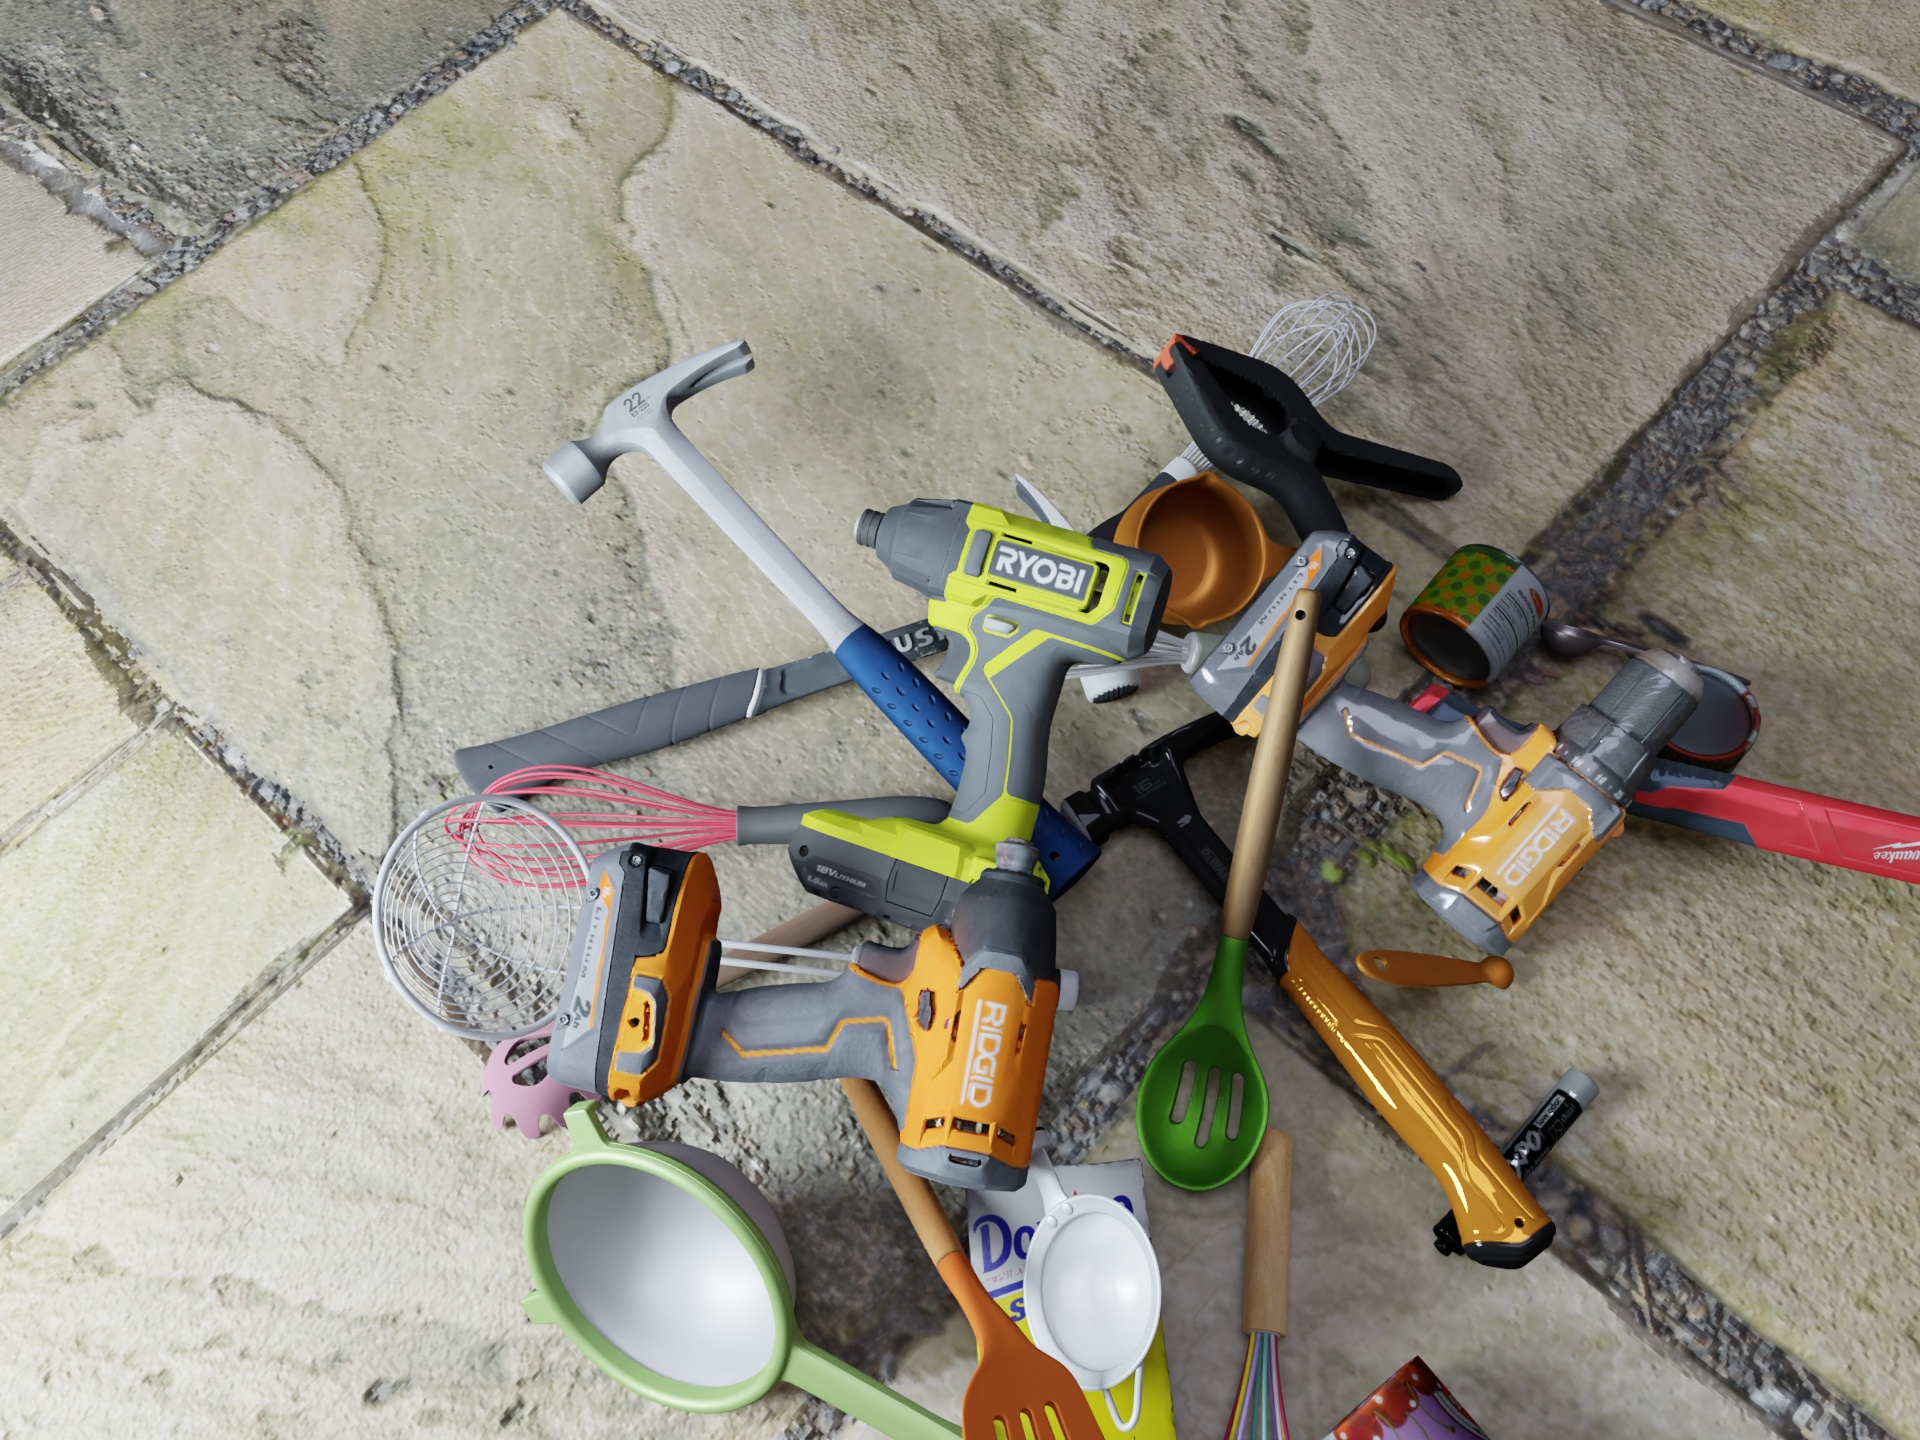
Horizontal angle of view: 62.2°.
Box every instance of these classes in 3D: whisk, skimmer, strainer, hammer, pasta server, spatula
[{"bbox_3d":[0.142,0.317,0.764,0.047,0.051,0.245,2,59,12],"label":"whisk"},{"bbox_3d":[-0.147,0.061,0.915,0.296,0.073,0.073,-1,61,-3],"label":"whisk"},{"bbox_3d":[-0.113,0.117,0.833,0.363,0.090,0.127,7,68,-4],"label":"skimmer"},{"bbox_3d":[0.040,0.214,0.776,0.087,0.050,0.259,-46,54,28],"label":"strainer"},{"bbox_3d":[0.423,0.064,0.865,0.386,0.038,0.143,14,101,20],"label":"hammer"},{"bbox_3d":[0.164,-0.177,1.024,0.070,0.070,0.284,40,76,22],"label":"whisk"},{"bbox_3d":[-0.088,0.280,0.771,0.256,0.151,0.069,25,29,12],"label":"strainer"},{"bbox_3d":[-0.122,0.138,0.893,0.316,0.040,0.060,-26,63,-14],"label":"pasta server"},{"bbox_3d":[-0.017,0.250,0.773,0.081,0.041,0.323,-3,35,-28],"label":"spatula"},{"bbox_3d":[0.126,-0.040,0.926,0.246,0.059,0.058,7,18,-13],"label":"whisk"},{"bbox_3d":[0.196,0.136,0.849,0.127,0.034,0.337,-30,60,-11],"label":"hammer"},{"bbox_3d":[-0.067,-0.059,0.931,0.144,0.035,0.406,-42,76,-7],"label":"hammer"},{"bbox_3d":[-0.106,-0.028,0.962,0.409,0.036,0.149,-17,78,-2],"label":"hammer"}]

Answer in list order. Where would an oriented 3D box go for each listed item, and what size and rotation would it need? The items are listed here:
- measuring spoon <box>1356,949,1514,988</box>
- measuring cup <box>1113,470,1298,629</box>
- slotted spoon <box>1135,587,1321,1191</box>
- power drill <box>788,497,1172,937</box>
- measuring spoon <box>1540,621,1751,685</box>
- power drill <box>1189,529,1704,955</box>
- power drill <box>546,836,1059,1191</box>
[{"bbox_3d":[0.252,0.129,0.837,0.116,0.011,0.021,8,47,-32],"label":"measuring spoon"},{"bbox_3d":[0.175,-0.098,0.984,0.173,0.052,0.095,5,88,-21],"label":"measuring cup"},{"bbox_3d":[0.149,0.087,0.821,0.070,0.031,0.314,13,94,26],"label":"slotted spoon"},{"bbox_3d":[-0.001,-0.003,0.846,0.171,0.080,0.223,17,88,13],"label":"power drill"},{"bbox_3d":[0.406,-0.034,0.947,0.124,0.034,0.018,16,108,7],"label":"measuring spoon"},{"bbox_3d":[0.261,-0.011,0.853,0.226,0.084,0.185,40,100,4],"label":"power drill"},{"bbox_3d":[-0.066,0.122,0.760,0.226,0.084,0.164,11,81,3],"label":"power drill"}]
